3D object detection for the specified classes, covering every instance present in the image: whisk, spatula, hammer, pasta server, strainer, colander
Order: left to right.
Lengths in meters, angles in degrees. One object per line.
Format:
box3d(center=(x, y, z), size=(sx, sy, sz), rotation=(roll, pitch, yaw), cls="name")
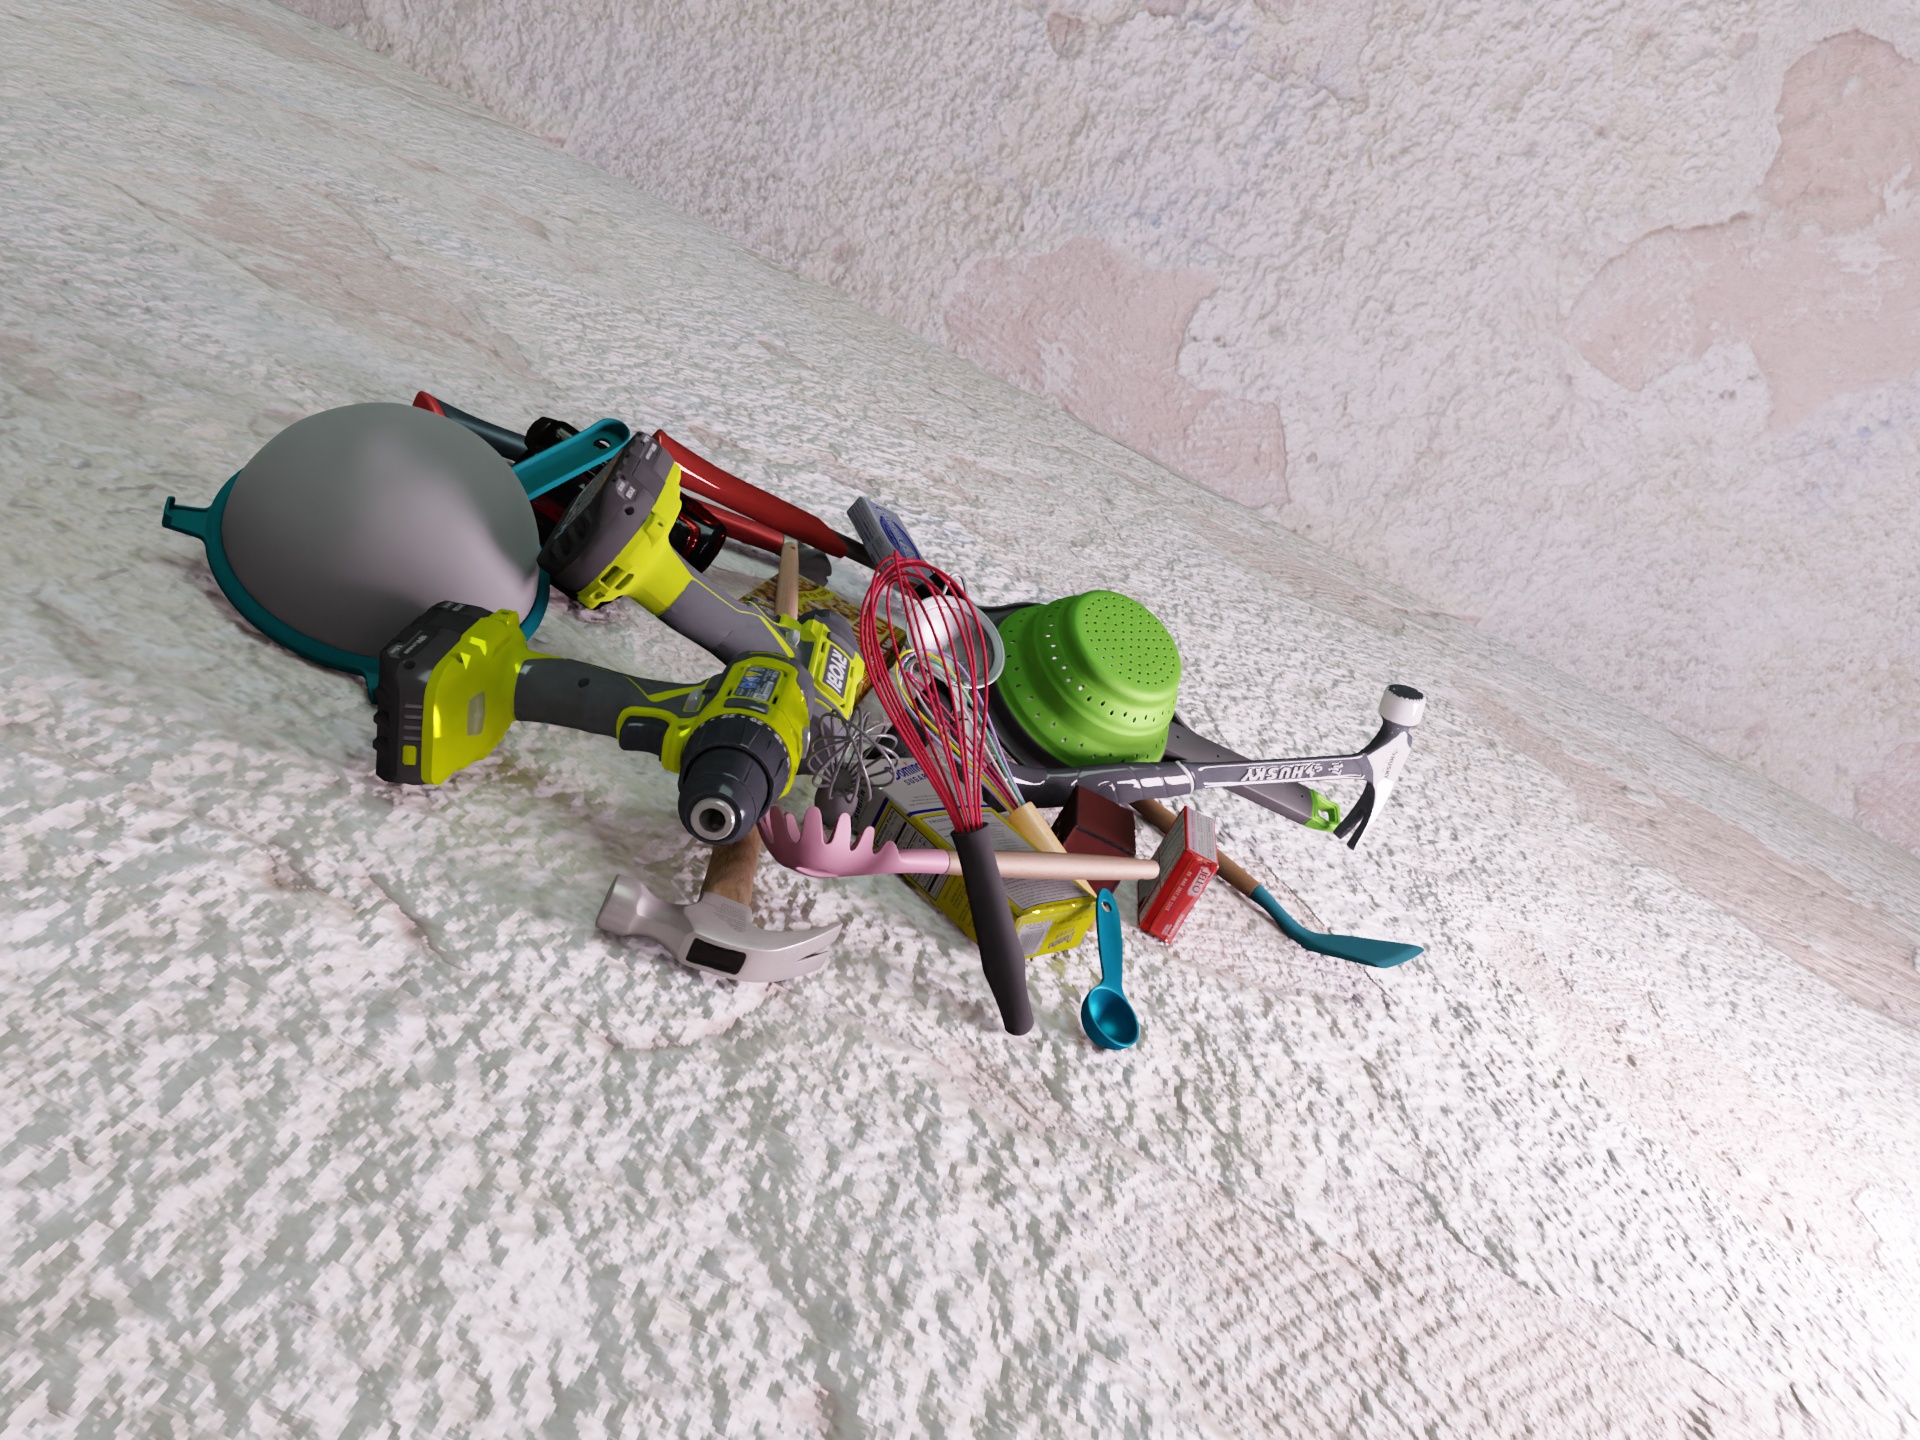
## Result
box3d(center=(-0.322, -0.161, 1.042), size=(0.211, 0.095, 0.340), rotation=(39, 42, 7), cls="strainer")
box3d(center=(-0.304, -0.217, 1.446), size=(0.386, 0.038, 0.143), rotation=(19, 21, -24), cls="hammer")
box3d(center=(-0.134, 0.063, 0.992), size=(0.130, 0.031, 0.331), rotation=(23, 20, -11), cls="hammer")
box3d(center=(-0.136, -0.068, 1.211), size=(0.059, 0.018, 0.316), rotation=(22, 26, -15), cls="spatula")
box3d(center=(-0.138, -0.167, 1.408), size=(0.358, 0.036, 0.149), rotation=(21, 32, -48), cls="hammer")
box3d(center=(-0.070, 0.037, 0.967), size=(0.055, 0.055, 0.239), rotation=(28, -15, -1), cls="whisk")
box3d(center=(-0.020, -0.024, 1.297), size=(0.146, 0.035, 0.335), rotation=(51, 24, -7), cls="hammer")
box3d(center=(-0.002, -0.004, 1.213), size=(0.086, 0.050, 0.259), rotation=(13, 48, -22), cls="strainer")
box3d(center=(0.001, 0.044, 0.924), size=(0.073, 0.296, 0.073), rotation=(-14, 8, 2), cls="whisk")
box3d(center=(0.010, 0.081, 0.996), size=(0.316, 0.040, 0.060), rotation=(6, -7, -38), cls="pasta server")
box3d(center=(0.026, 0.048, 1.136), size=(0.245, 0.051, 0.047), rotation=(55, 18, 13), cls="whisk")
box3d(center=(0.184, -0.008, 1.336), size=(0.396, 0.094, 0.205), rotation=(24, 45, -18), cls="colander")
box3d(center=(0.195, 0.048, 1.285), size=(0.408, 0.149, 0.036), rotation=(-3, 29, -26), cls="hammer")
box3d(center=(0.229, 0.116, 1.309), size=(0.318, 0.044, 0.082), rotation=(38, 27, 30), cls="spatula")

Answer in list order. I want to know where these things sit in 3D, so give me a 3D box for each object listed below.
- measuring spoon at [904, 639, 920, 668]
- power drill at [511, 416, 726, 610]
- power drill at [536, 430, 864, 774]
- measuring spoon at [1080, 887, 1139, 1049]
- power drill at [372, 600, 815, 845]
box3d(center=(-0.070, -0.075, 1.442), size=(0.124, 0.018, 0.034), rotation=(29, 19, 24), cls="measuring spoon")
box3d(center=(-0.297, -0.176, 1.272), size=(0.188, 0.080, 0.227), rotation=(35, 15, -1), cls="power drill")
box3d(center=(-0.160, -0.081, 1.064), size=(0.223, 0.080, 0.171), rotation=(41, 24, -20), cls="power drill")
box3d(center=(0.090, 0.159, 1.017), size=(0.042, 0.021, 0.129), rotation=(31, 35, -22), cls="measuring spoon")
box3d(center=(-0.201, 0.004, 0.889), size=(0.228, 0.080, 0.191), rotation=(9, 21, -1), cls="power drill")
